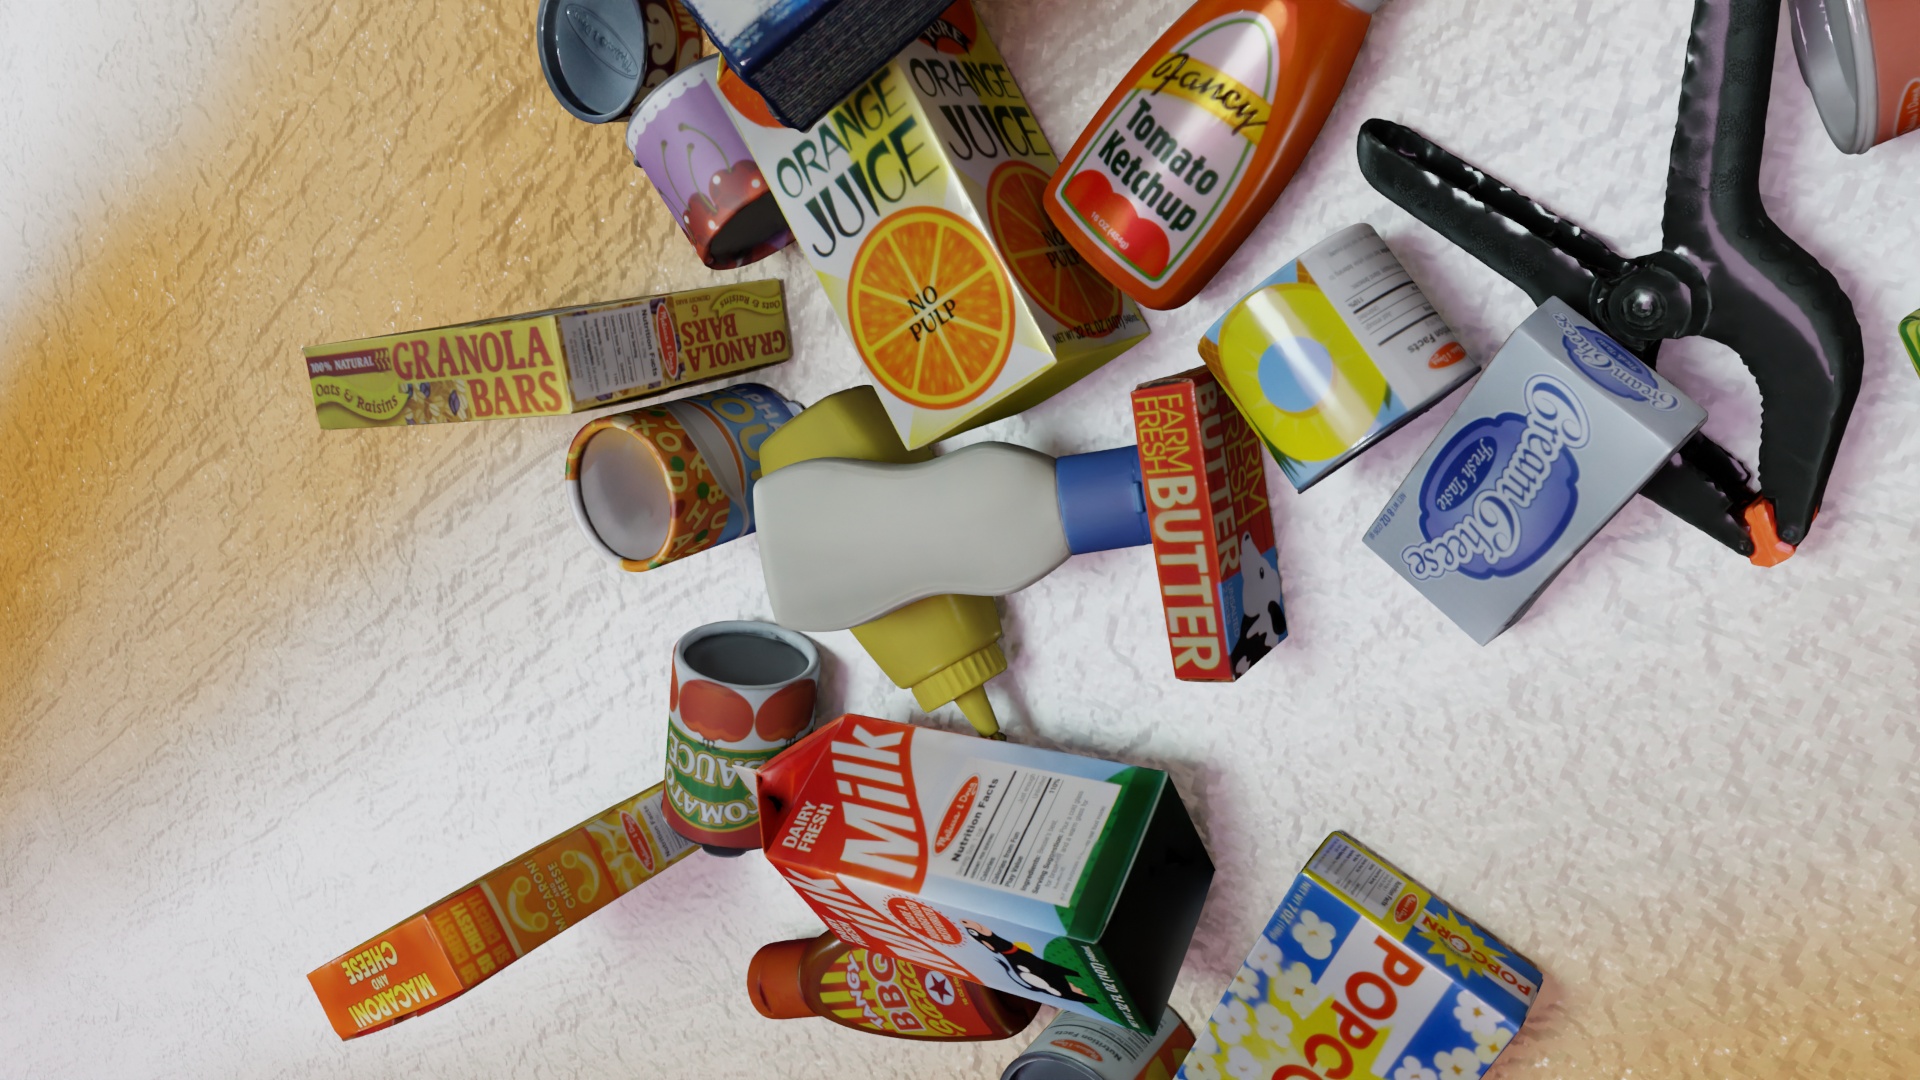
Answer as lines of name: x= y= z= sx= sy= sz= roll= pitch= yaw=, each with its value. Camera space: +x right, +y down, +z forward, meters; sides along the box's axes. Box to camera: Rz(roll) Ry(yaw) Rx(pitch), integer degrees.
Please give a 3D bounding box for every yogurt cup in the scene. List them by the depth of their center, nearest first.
yogurt cup: x=0.232 y=-0.132 z=0.327 sx=0.054 sy=0.072 sz=0.072 roll=-13 pitch=97 yaw=25

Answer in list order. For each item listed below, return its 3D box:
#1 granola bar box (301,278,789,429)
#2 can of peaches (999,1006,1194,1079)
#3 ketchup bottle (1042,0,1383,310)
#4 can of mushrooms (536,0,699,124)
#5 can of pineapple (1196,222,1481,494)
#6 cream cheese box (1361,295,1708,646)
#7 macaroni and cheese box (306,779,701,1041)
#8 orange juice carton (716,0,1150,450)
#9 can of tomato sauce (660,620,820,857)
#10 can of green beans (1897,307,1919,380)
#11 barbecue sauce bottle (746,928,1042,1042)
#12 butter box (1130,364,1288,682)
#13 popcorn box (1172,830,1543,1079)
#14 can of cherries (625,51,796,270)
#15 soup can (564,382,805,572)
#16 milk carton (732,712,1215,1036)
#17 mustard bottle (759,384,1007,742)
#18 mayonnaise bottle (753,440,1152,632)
granola bar box: x=-0.175 y=-0.078 z=0.592 sx=0.165 sy=0.125 sz=0.039 roll=1 pitch=105 yaw=35
can of peaches: x=0.057 y=0.225 z=0.565 sx=0.071 sy=0.058 sz=0.071 roll=11 pitch=111 yaw=31
ketchup bottle: x=0.090 y=-0.145 z=0.436 sx=0.065 sy=0.044 sz=0.148 roll=47 pitch=125 yaw=11
can of mushrooms: x=-0.143 y=-0.212 z=0.586 sx=0.071 sy=0.033 sz=0.070 roll=12 pitch=111 yaw=33
can of pineapple: x=0.115 y=-0.055 z=0.433 sx=0.070 sy=0.071 sz=0.058 roll=-40 pitch=80 yaw=37
cream cheese box: x=0.165 y=-0.017 z=0.411 sx=0.053 sy=0.024 sz=0.103 roll=45 pitch=147 yaw=19
macaroni and cheese box: x=-0.203 y=0.169 z=0.662 sx=0.123 sy=0.167 sz=0.040 roll=-30 pitch=87 yaw=38
orange juice carton: x=-0.018 y=-0.136 z=0.497 sx=0.072 sy=0.072 sz=0.192 roll=-29 pitch=87 yaw=37
can of tomato sauce: x=-0.100 y=0.087 z=0.625 sx=0.071 sy=0.071 sz=0.082 roll=21 pitch=115 yaw=29
can of green beans: x=0.270 y=-0.039 z=0.329 sx=0.071 sy=0.071 sz=0.058 roll=-24 pitch=90 yaw=38
barbecue sauce bottle: x=-0.035 y=0.195 z=0.630 sx=0.148 sy=0.044 sz=0.065 roll=-19 pitch=94 yaw=38
butter box: x=0.086 y=-0.008 z=0.476 sx=0.024 sy=0.053 sz=0.103 roll=-3 pitch=102 yaw=34
popcorn box: x=0.139 y=0.181 z=0.506 sx=0.085 sy=0.038 sz=0.126 roll=34 pitch=121 yaw=22
can of cherries: x=-0.089 y=-0.147 z=0.548 sx=0.071 sy=0.072 sz=0.058 roll=-37 pitch=84 yaw=37
soup can: x=-0.113 y=-0.029 z=0.589 sx=0.071 sy=0.084 sz=0.071 roll=11 pitch=110 yaw=32
milk carton: x=-0.005 y=0.124 z=0.553 sx=0.190 sy=0.074 sz=0.072 roll=5 pitch=140 yaw=33
mustard bottle: x=-0.021 y=0.017 z=0.561 sx=0.065 sy=0.049 sz=0.160 roll=-33 pitch=84 yaw=35
mayonnaise bottle: x=0.002 y=-0.006 z=0.507 sx=0.148 sy=0.041 sz=0.064 roll=-9 pitch=93 yaw=9
